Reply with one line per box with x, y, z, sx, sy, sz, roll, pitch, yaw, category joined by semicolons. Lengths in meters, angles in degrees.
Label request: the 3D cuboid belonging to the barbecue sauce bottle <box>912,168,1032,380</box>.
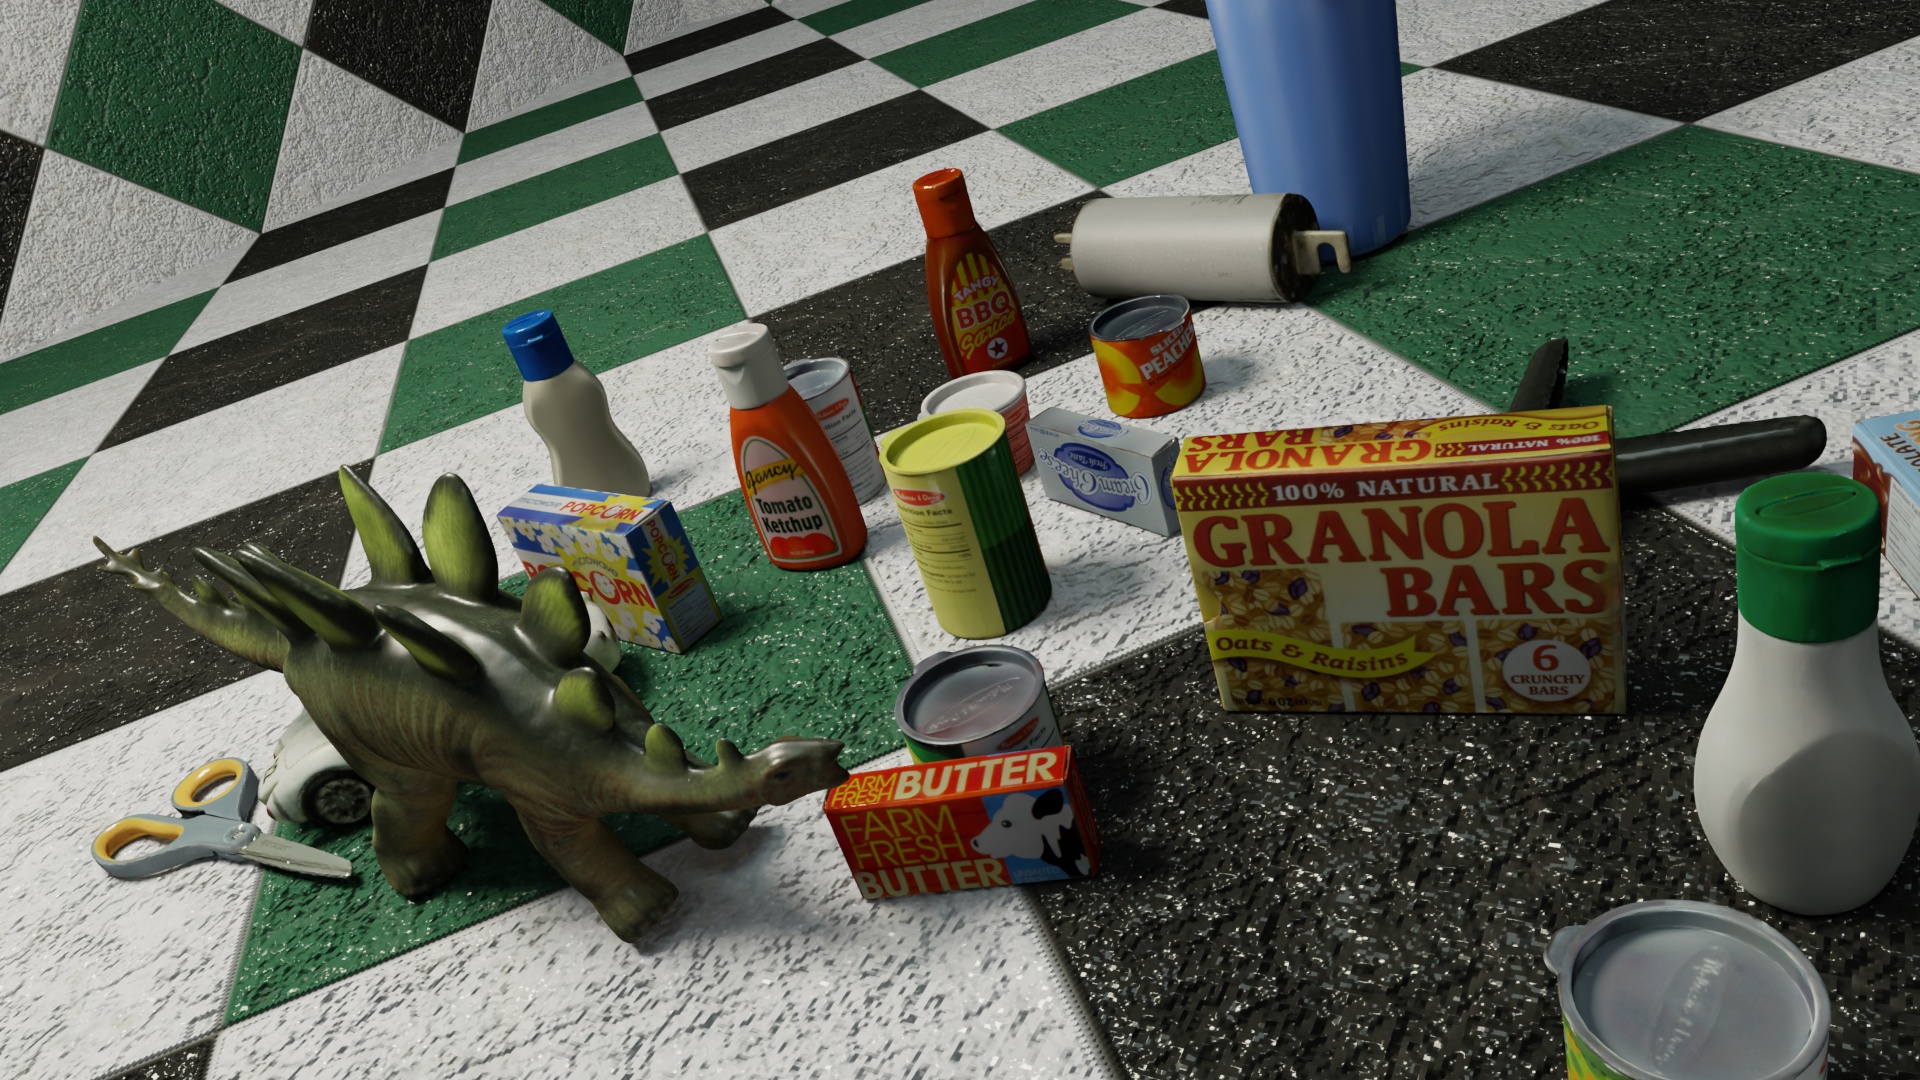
0.004;-0.188;0.988;0.065;0.148;0.044;-26;29;-13;barbecue sauce bottle

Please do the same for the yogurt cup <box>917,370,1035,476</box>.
0.015;-0.069;0.873;0.072;0.053;0.073;-14;29;8;yogurt cup

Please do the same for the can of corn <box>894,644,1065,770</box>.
0.010;0.087;0.603;0.071;0.058;0.071;-14;29;8;can of corn

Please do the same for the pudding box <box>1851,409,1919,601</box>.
0.396;-0.013;0.567;0.030;0.049;0.084;-10;30;14;pudding box

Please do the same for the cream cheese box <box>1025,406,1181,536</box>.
0.084;-0.040;0.786;0.024;0.053;0.104;-34;33;-27;cream cheese box

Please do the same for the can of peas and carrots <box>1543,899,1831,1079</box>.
0.204;0.146;0.392;0.071;0.058;0.071;-14;29;8;can of peas and carrots

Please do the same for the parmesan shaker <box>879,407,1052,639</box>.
0.003;-0.009;0.727;0.071;0.102;0.071;-14;29;8;parmesan shaker

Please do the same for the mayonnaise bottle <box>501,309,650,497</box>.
-0.271;-0.087;0.968;0.065;0.147;0.041;-25;29;-13;mayonnaise bottle

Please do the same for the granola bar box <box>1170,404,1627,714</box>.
0.180;0.013;0.568;0.165;0.123;0.039;-3;32;25;granola bar box

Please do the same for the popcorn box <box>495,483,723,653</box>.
-0.209;0.015;0.823;0.126;0.085;0.038;7;38;38;popcorn box

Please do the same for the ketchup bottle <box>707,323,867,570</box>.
-0.105;-0.054;0.817;0.064;0.148;0.044;-4;32;24;ketchup bottle

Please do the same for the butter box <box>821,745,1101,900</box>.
0.001;0.116;0.564;0.103;0.053;0.024;-10;30;15;butter box

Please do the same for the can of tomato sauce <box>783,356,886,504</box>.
-0.091;-0.068;0.902;0.071;0.082;0.071;-14;29;8;can of tomato sauce

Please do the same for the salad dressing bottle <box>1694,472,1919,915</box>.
0.264;0.050;0.433;0.064;0.147;0.044;-14;29;8;salad dressing bottle

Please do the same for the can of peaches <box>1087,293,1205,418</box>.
0.122;-0.118;0.895;0.071;0.057;0.071;-14;29;8;can of peaches
